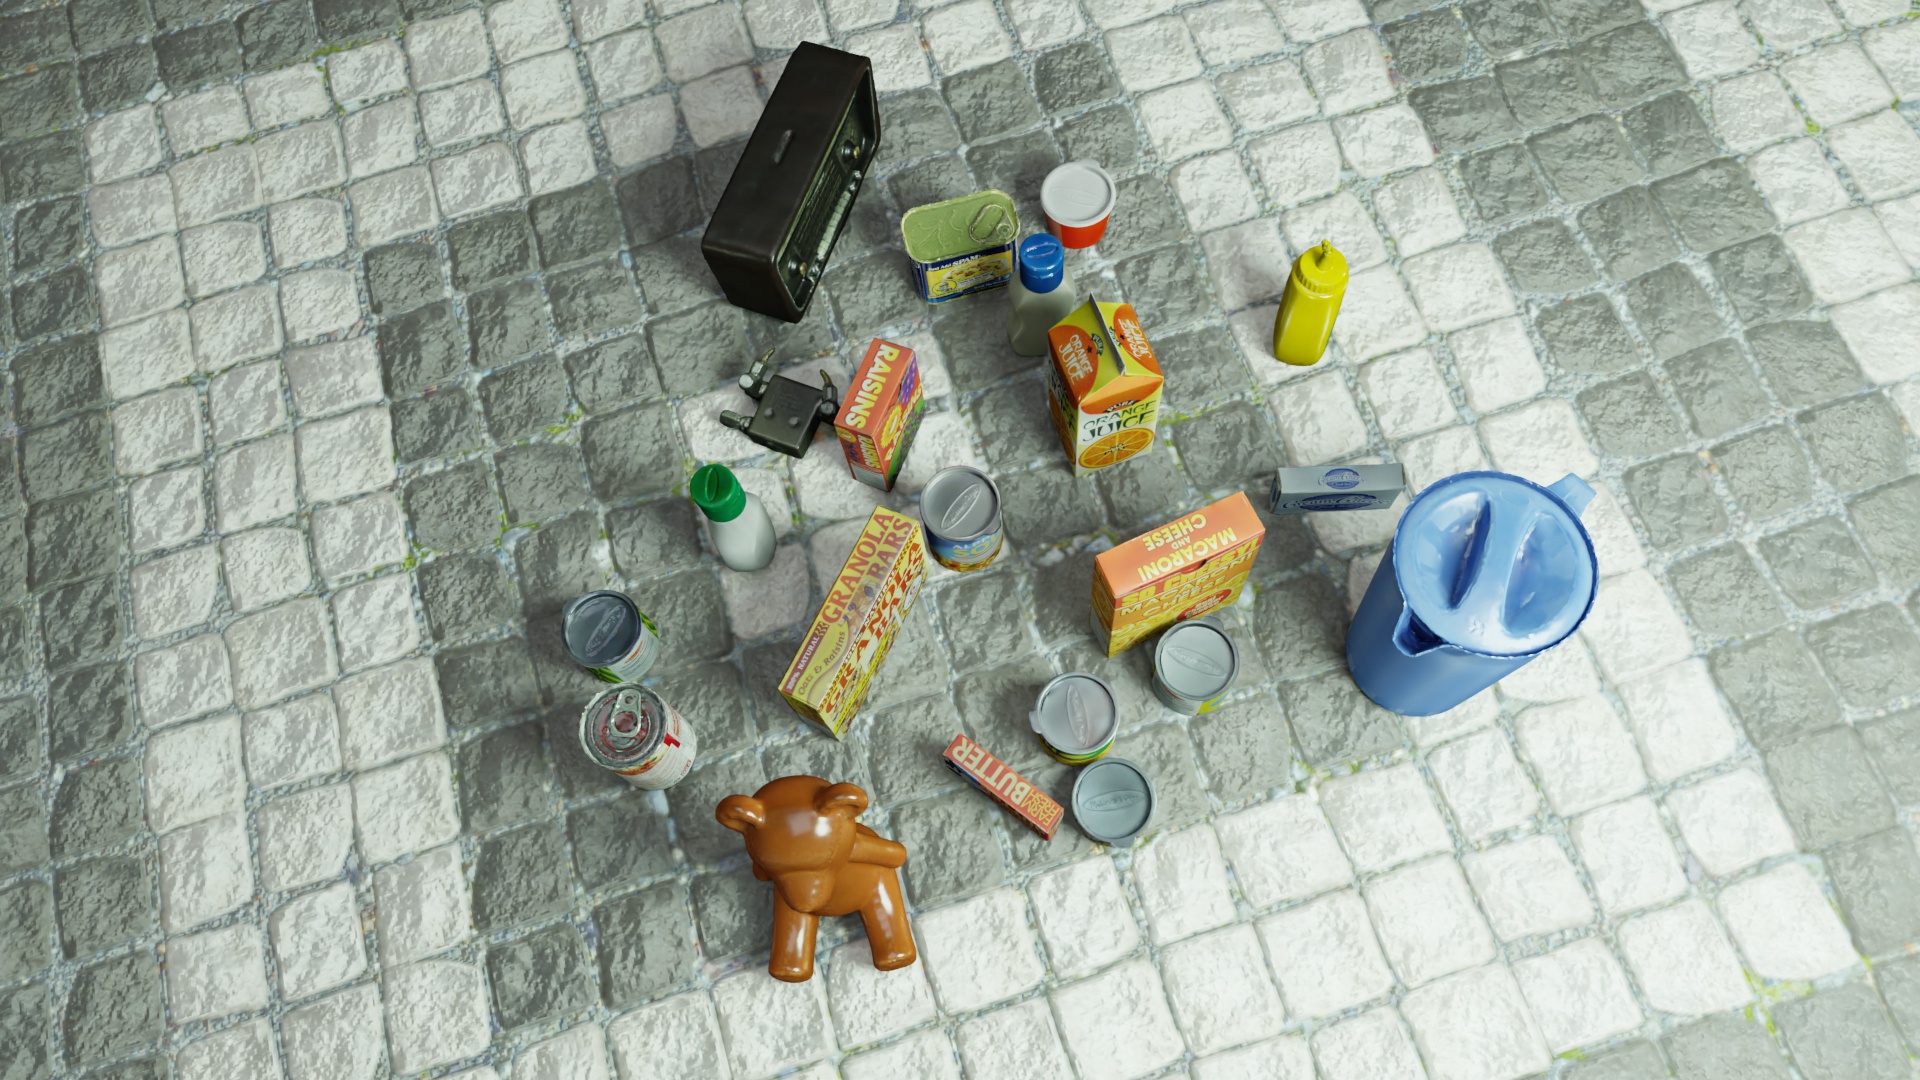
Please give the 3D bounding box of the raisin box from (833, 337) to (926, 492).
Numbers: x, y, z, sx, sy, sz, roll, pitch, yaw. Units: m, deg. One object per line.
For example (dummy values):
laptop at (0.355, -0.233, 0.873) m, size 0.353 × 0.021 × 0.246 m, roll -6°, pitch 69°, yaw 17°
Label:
raisin box at (-0.066, -0.104, 1.171) m, size 0.040 × 0.123 × 0.086 m, roll 21°, pitch 73°, yaw 11°

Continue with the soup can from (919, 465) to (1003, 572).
soup can at (0.004, -0.014, 1.155) m, size 0.071 × 0.083 × 0.071 m, roll -1°, pitch 70°, yaw 3°

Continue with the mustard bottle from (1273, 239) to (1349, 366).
mustard bottle at (0.296, -0.204, 1.166) m, size 0.049 × 0.159 × 0.065 m, roll 10°, pitch 71°, yaw 7°

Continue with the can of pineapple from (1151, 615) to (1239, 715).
can of pineapple at (0.189, 0.102, 1.114) m, size 0.071 × 0.057 × 0.071 m, roll -1°, pitch 70°, yaw 3°

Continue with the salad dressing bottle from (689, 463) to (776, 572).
salad dressing bottle at (-0.185, -0.019, 1.134) m, size 0.044 × 0.147 × 0.064 m, roll 1°, pitch 70°, yaw 4°

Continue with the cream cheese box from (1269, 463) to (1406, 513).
cream cheese box at (0.314, -0.043, 1.162) m, size 0.104 × 0.053 × 0.024 m, roll -2°, pitch 70°, yaw 3°

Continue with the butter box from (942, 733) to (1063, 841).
butter box at (0.035, 0.194, 1.092) m, size 0.103 × 0.053 × 0.024 m, roll 35°, pitch 76°, yaw 15°

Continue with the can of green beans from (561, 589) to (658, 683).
can of green beans at (-0.289, 0.081, 1.152) m, size 0.071 × 0.057 × 0.071 m, roll -1°, pitch 70°, yaw 3°

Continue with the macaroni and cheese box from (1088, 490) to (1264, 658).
macaroni and cheese box at (0.165, 0.031, 1.084) m, size 0.124 × 0.166 × 0.040 m, roll -24°, pitch 71°, yaw -5°

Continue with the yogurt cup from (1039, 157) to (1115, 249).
yogurt cup at (0.107, -0.303, 1.271) m, size 0.072 × 0.053 × 0.072 m, roll -1°, pitch 70°, yaw 3°

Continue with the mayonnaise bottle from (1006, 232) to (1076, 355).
mayonnaise bottle at (0.070, -0.209, 1.188) m, size 0.065 × 0.147 × 0.041 m, roll -13°, pitch 70°, yaw -1°

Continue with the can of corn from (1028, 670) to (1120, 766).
can of corn at (0.090, 0.143, 1.105) m, size 0.071 × 0.058 × 0.071 m, roll -1°, pitch 70°, yaw 3°

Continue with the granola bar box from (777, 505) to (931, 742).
granola bar box at (-0.082, 0.068, 1.108) m, size 0.039 × 0.124 × 0.166 m, roll 24°, pitch 73°, yaw 12°

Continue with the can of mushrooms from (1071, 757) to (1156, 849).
can of mushrooms at (0.120, 0.209, 1.092) m, size 0.071 × 0.033 × 0.071 m, roll -1°, pitch 70°, yaw 3°

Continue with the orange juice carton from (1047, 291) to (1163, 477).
orange juice carton at (0.116, -0.128, 1.131) m, size 0.073 × 0.192 × 0.072 m, roll -19°, pitch 70°, yaw -3°
